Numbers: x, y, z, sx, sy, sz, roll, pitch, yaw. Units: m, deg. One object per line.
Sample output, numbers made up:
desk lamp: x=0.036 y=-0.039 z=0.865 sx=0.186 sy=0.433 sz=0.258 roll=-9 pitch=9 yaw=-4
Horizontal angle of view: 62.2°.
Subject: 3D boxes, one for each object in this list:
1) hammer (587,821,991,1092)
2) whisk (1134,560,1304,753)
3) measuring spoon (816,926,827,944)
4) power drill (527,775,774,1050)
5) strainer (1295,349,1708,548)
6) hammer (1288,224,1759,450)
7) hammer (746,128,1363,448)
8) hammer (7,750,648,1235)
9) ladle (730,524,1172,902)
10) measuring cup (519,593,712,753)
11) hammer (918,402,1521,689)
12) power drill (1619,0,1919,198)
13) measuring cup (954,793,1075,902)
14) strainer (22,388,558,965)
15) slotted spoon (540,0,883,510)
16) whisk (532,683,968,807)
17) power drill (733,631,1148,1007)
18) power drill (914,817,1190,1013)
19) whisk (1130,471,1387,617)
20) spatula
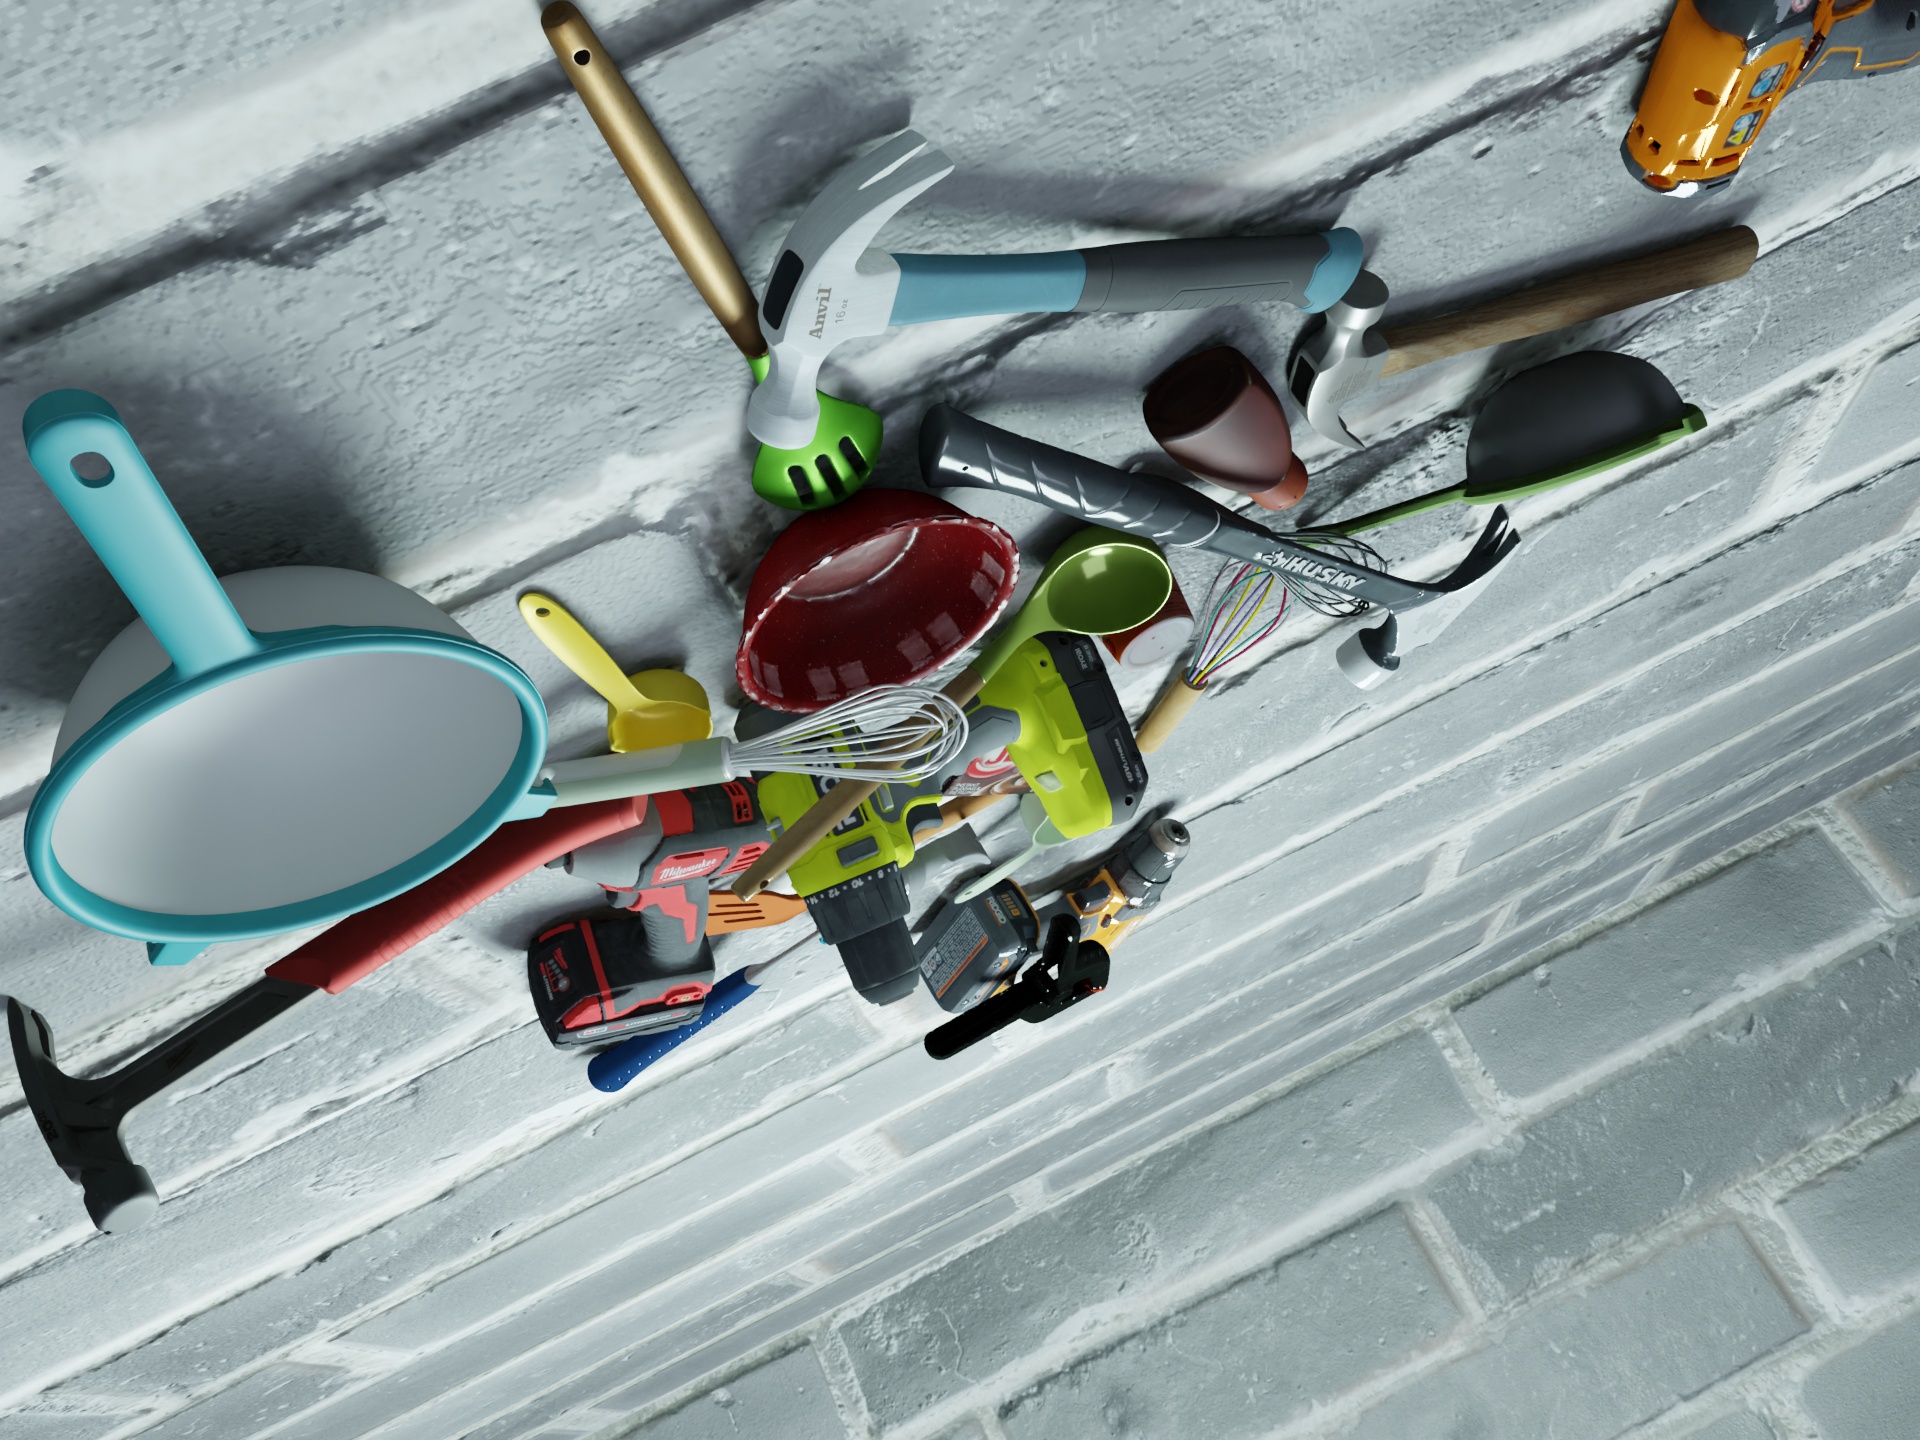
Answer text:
hammer: x=-0.142 y=0.186 z=1.197 sx=0.405 sy=0.035 sz=0.144 roll=-35 pitch=170 yaw=31
whisk: x=0.178 y=-0.044 z=1.137 sx=0.051 sy=0.047 sz=0.244 roll=-3 pitch=151 yaw=-20
measuring spoon: x=-0.074 y=0.124 z=1.233 sx=0.128 sy=0.021 sz=0.042 roll=-52 pitch=156 yaw=24
power drill: x=-0.209 y=0.120 z=1.019 sx=0.143 sy=0.079 sz=0.219 roll=-7 pitch=144 yaw=-30
strainer: x=0.334 y=-0.179 z=1.021 sx=0.256 sy=0.069 sz=0.151 roll=-17 pitch=-170 yaw=19
hammer: x=0.337 y=-0.239 z=0.938 sx=0.331 sy=0.031 sz=0.130 roll=-19 pitch=153 yaw=-19
hammer: x=0.060 y=-0.199 z=0.722 sx=0.331 sy=0.033 sz=0.128 roll=-14 pitch=138 yaw=-34
hammer: x=-0.336 y=0.117 z=0.881 sx=0.359 sy=0.149 sz=0.036 roll=-34 pitch=152 yaw=-14
ladle: x=-0.001 y=-0.003 z=0.906 sx=0.320 sy=0.062 sz=0.078 roll=-43 pitch=143 yaw=-18
measuring cup: x=-0.183 y=-0.030 z=0.835 sx=0.062 sy=0.029 sz=0.156 roll=-20 pitch=143 yaw=12
hammer: x=0.148 y=-0.105 z=0.887 sx=0.408 sy=0.036 sz=0.149 roll=12 pitch=138 yaw=-35
power drill: x=0.451 y=-0.359 z=0.778 sx=0.226 sy=0.084 sz=0.164 roll=-20 pitch=153 yaw=-8
measuring cup: x=0.050 y=0.088 z=1.257 sx=0.167 sy=0.038 sz=0.083 roll=-38 pitch=153 yaw=24
strainer: x=-0.294 y=-0.032 z=0.639 sx=0.211 sy=0.095 sz=0.340 roll=-23 pitch=152 yaw=-15
slotted spoon: x=-0.094 y=-0.169 z=0.656 sx=0.070 sy=0.031 sz=0.313 roll=-30 pitch=153 yaw=1
whisk: x=-0.117 y=0.019 z=0.856 sx=0.246 sy=0.058 sz=0.059 roll=-9 pitch=128 yaw=6
power drill: x=-0.005 y=0.049 z=0.964 sx=0.228 sy=0.190 sz=0.080 roll=-21 pitch=177 yaw=-26
power drill: x=0.090 y=0.164 z=1.390 sx=0.226 sy=0.084 sz=0.185 roll=-9 pitch=147 yaw=-41
whisk: x=0.185 y=-0.109 z=0.980 sx=0.238 sy=0.055 sz=0.055 roll=16 pitch=132 yaw=-37
spatula: x=-0.056 y=0.084 z=1.165 sx=0.322 sy=0.041 sz=0.081 roll=-27 pitch=153 yaw=-10
